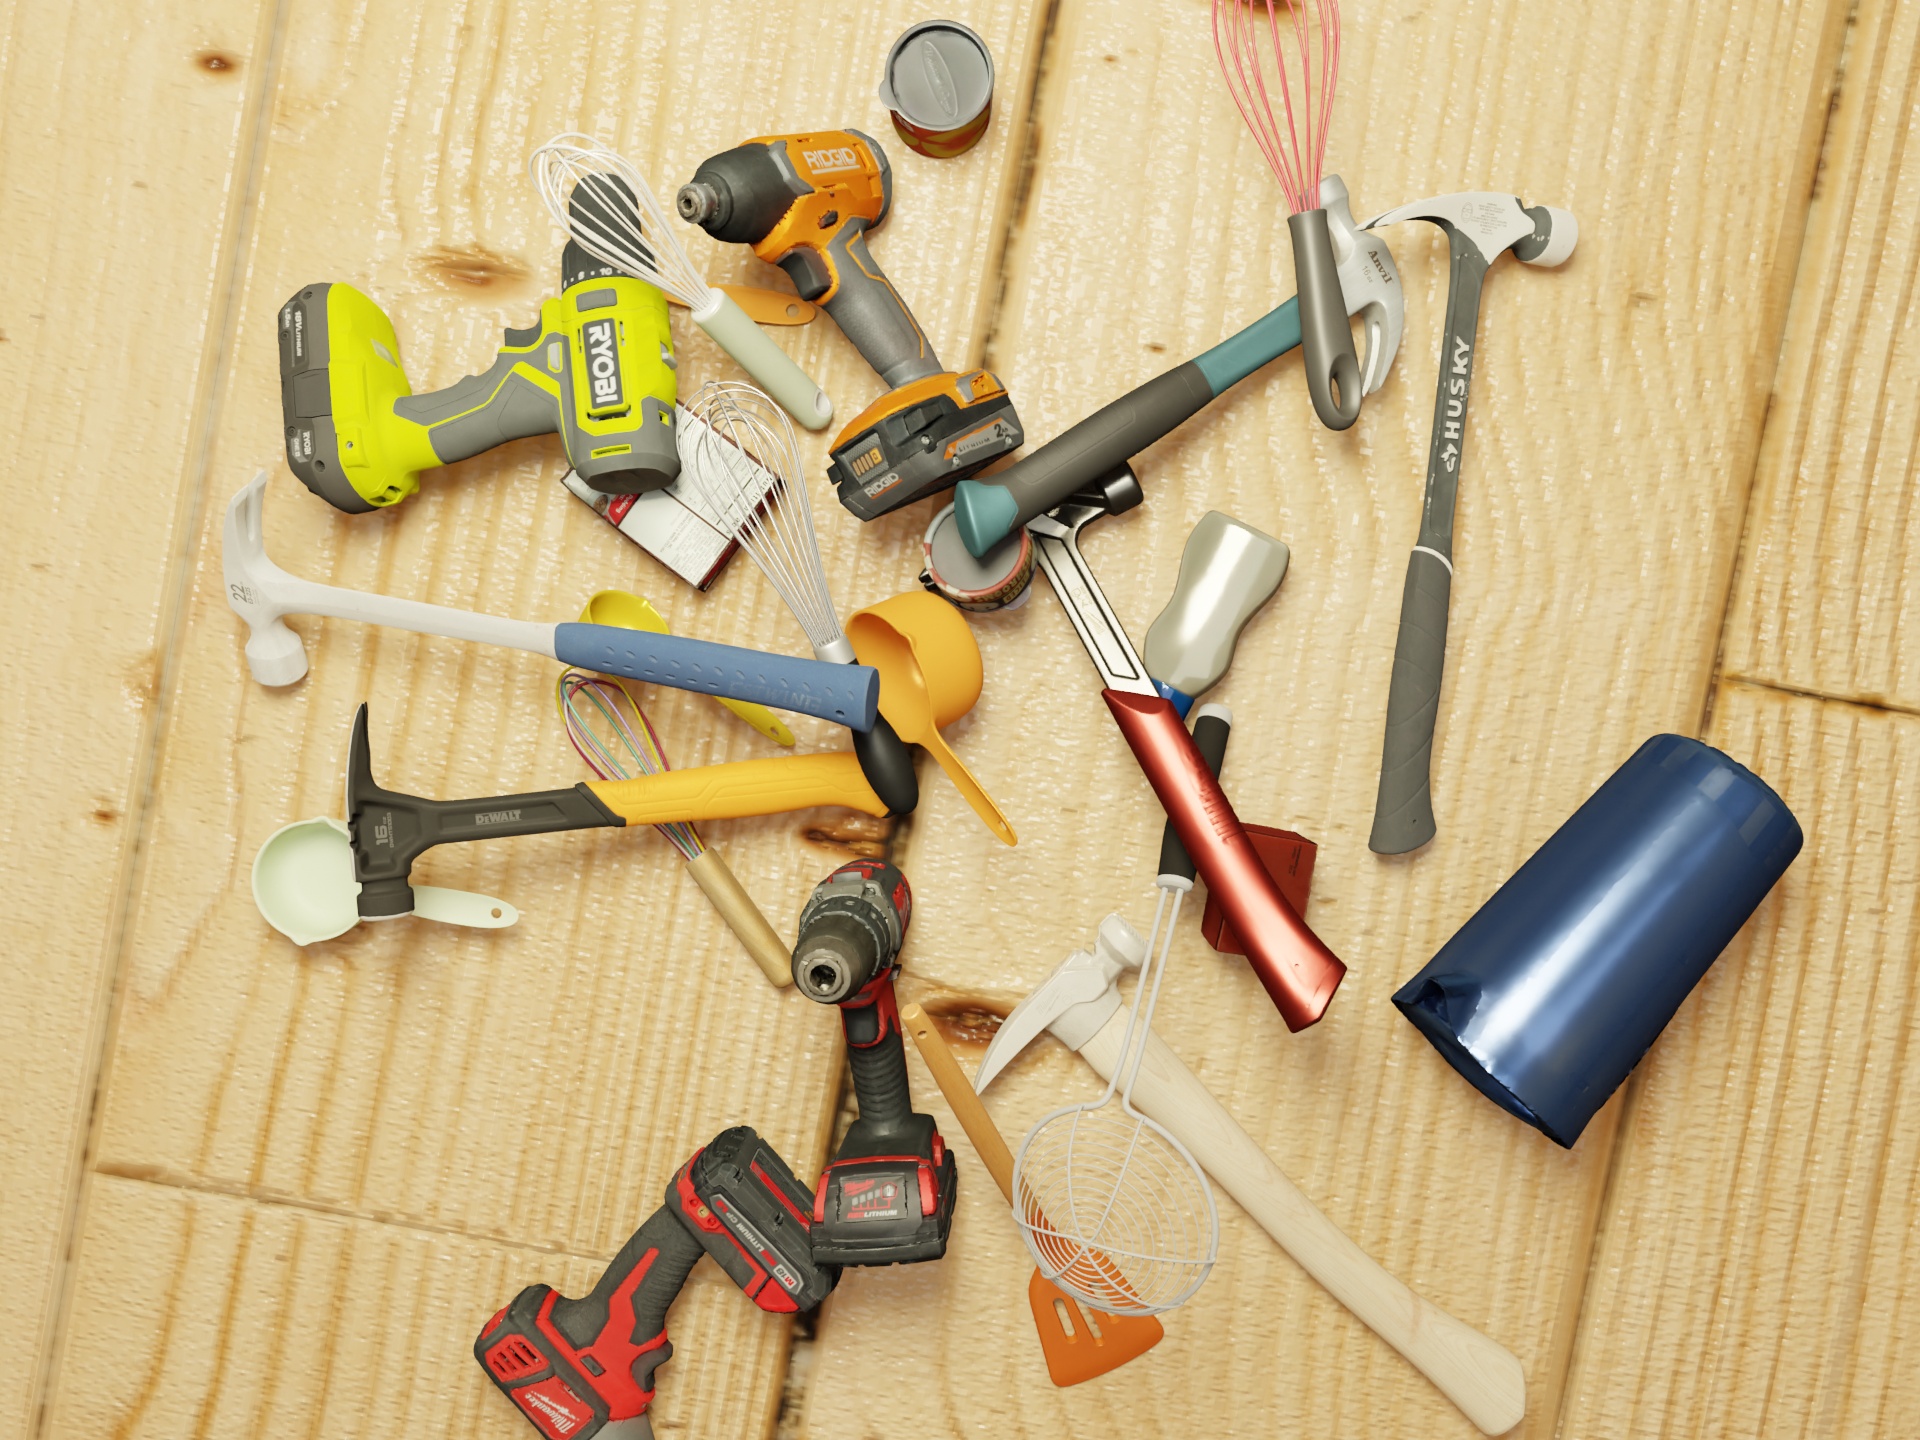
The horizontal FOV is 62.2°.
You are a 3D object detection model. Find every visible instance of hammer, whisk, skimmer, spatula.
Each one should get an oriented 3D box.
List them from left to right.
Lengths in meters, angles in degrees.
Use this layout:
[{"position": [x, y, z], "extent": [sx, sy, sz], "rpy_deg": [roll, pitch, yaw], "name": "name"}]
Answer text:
[{"position": [-0.247, -0.052, 0.938], "extent": [0.405, 0.035, 0.144], "rpy_deg": [10, 130, 8], "name": "hammer"}, {"position": [-0.194, 0.040, 0.965], "extent": [0.336, 0.034, 0.127], "rpy_deg": [-5, 93, -15], "name": "hammer"}, {"position": [-0.177, 0.067, 1.006], "extent": [0.047, 0.051, 0.245], "rpy_deg": [-36, 95, -4], "name": "whisk"}, {"position": [-0.154, -0.247, 0.926], "extent": [0.059, 0.246, 0.058], "rpy_deg": [-5, 59, 36], "name": "whisk"}, {"position": [-0.088, -0.070, 0.948], "extent": [0.070, 0.070, 0.284], "rpy_deg": [-24, 104, 1], "name": "whisk"}, {"position": [0.035, 0.290, 0.972], "extent": [0.081, 0.041, 0.322], "rpy_deg": [-26, 121, 1], "name": "spatula"}, {"position": [0.114, 0.022, 0.948], "extent": [0.149, 0.036, 0.359], "rpy_deg": [-28, 73, 5], "name": "hammer"}, {"position": [0.122, 0.166, 0.962], "extent": [0.127, 0.090, 0.363], "rpy_deg": [4, 63, 27], "name": "skimmer"}, {"position": [0.133, -0.199, 0.958], "extent": [0.331, 0.033, 0.128], "rpy_deg": [-33, 95, -14], "name": "hammer"}, {"position": [0.195, 0.314, 1.017], "extent": [0.410, 0.038, 0.146], "rpy_deg": [44, 93, -2], "name": "hammer"}, {"position": [0.202, -0.318, 0.939], "extent": [0.073, 0.073, 0.296], "rpy_deg": [-10, 95, 1], "name": "whisk"}, {"position": [0.291, -0.118, 0.982], "extent": [0.149, 0.036, 0.409], "rpy_deg": [2, 97, -25], "name": "hammer"}]

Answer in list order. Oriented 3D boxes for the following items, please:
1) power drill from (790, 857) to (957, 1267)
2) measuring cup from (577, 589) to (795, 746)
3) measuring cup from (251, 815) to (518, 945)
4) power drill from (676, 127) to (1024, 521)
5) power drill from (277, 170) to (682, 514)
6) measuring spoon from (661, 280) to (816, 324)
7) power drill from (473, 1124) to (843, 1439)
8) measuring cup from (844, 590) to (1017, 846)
[{"position": [-0.057, 0.204, 0.941], "extent": [0.080, 0.188, 0.226], "rpy_deg": [-5, 96, 5], "name": "power drill"}, {"position": [-0.174, -0.024, 1.005], "extent": [0.156, 0.062, 0.029], "rpy_deg": [37, 123, -13], "name": "measuring cup"}, {"position": [-0.360, 0.108, 1.011], "extent": [0.167, 0.038, 0.083], "rpy_deg": [11, 92, -2], "name": "measuring cup"}, {"position": [-0.069, -0.237, 0.936], "extent": [0.084, 0.164, 0.226], "rpy_deg": [-25, 94, 39], "name": "power drill"}, {"position": [-0.284, -0.222, 0.959], "extent": [0.228, 0.080, 0.191], "rpy_deg": [-8, 82, 7], "name": "power drill"}, {"position": [-0.150, -0.266, 1.009], "extent": [0.117, 0.011, 0.021], "rpy_deg": [8, 93, -4], "name": "measuring spoon"}, {"position": [-0.184, 0.375, 1.003], "extent": [0.219, 0.078, 0.143], "rpy_deg": [-41, 92, 4], "name": "power drill"}, {"position": [-0.002, -0.003, 0.968], "extent": [0.052, 0.095, 0.174], "rpy_deg": [-29, 75, -31], "name": "measuring cup"}]
